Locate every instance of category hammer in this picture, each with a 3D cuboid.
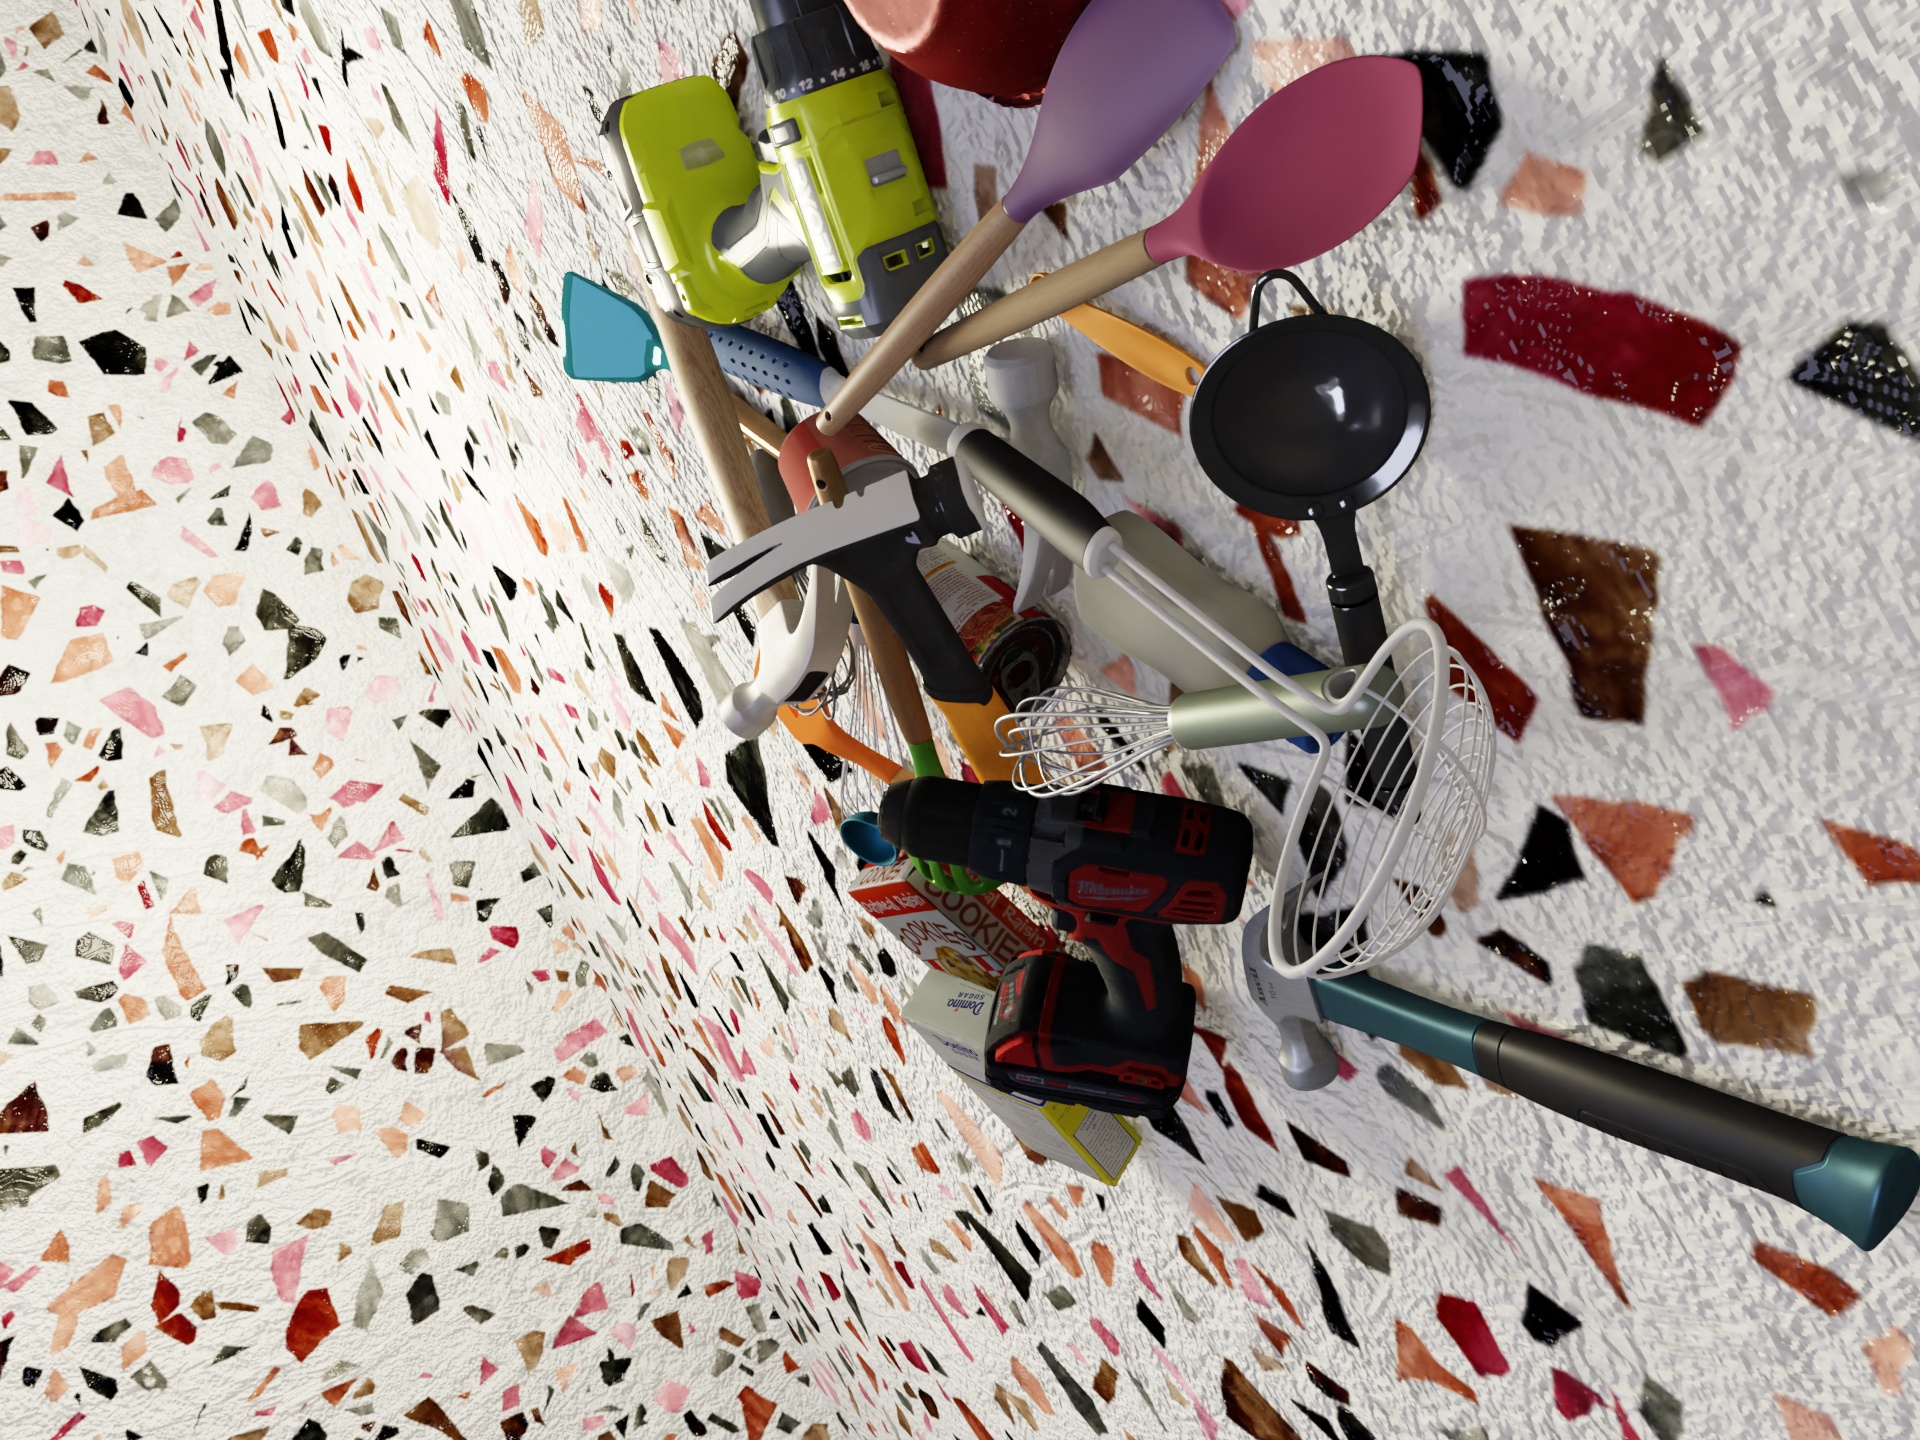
[{"bbox_3d":[0.238,0.146,0.678,0.331,0.033,0.128,12,128,59],"label":"hammer"},{"bbox_3d":[-0.140,-0.164,0.945,0.130,0.031,0.331,-38,65,41],"label":"hammer"},{"bbox_3d":[-0.068,-0.184,0.921,0.406,0.035,0.144,32,143,47],"label":"hammer"},{"bbox_3d":[-0.001,-0.003,0.810,0.336,0.127,0.034,56,-163,-54],"label":"hammer"}]

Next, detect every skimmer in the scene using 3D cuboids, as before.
[{"bbox_3d":[0.069,-0.042,0.620,0.364,0.090,0.127,46,124,44],"label":"skimmer"}]

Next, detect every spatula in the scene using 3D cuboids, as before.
[{"bbox_3d":[-0.182,-0.222,1.093,0.318,0.044,0.082,39,132,38],"label":"spatula"},{"bbox_3d":[-0.016,0.045,1.002,0.323,0.041,0.081,37,133,14],"label":"spatula"},{"bbox_3d":[0.010,-0.209,0.693,0.316,0.018,0.060,-36,80,52],"label":"spatula"}]

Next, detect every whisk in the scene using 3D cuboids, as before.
[{"bbox_3d":[0.095,0.002,0.693,0.059,0.058,0.246,33,158,-26],"label":"whisk"},{"bbox_3d":[-0.057,-0.033,1.044,0.070,0.070,0.284,33,138,46],"label":"whisk"},{"bbox_3d":[-0.108,-0.093,1.010,0.055,0.055,0.239,92,164,-49],"label":"whisk"}]

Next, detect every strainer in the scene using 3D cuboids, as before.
[{"bbox_3d":[0.150,-0.060,0.622,0.087,0.050,0.258,-10,121,19],"label":"strainer"}]

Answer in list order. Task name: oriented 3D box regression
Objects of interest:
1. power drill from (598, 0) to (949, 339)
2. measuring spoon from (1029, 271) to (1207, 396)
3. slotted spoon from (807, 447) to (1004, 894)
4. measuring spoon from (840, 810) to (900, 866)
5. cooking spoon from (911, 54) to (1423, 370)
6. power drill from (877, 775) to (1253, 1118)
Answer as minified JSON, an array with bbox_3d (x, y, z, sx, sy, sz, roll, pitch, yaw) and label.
[{"bbox_3d":[-0.102,-0.293,0.826,0.229,0.080,0.190,14,128,55],"label":"power drill"},{"bbox_3d":[0.072,-0.170,0.698,0.117,0.011,0.021,39,147,34],"label":"measuring spoon"},{"bbox_3d":[-0.032,-0.011,0.875,0.070,0.031,0.313,2,130,26],"label":"slotted spoon"},{"bbox_3d":[-0.028,0.059,0.983,0.042,0.021,0.128,47,140,-15],"label":"measuring spoon"},{"bbox_3d":[0.064,-0.184,0.639,0.319,0.017,0.069,-5,80,58],"label":"cooking spoon"},{"bbox_3d":[0.052,0.115,0.858,0.188,0.080,0.226,9,138,8],"label":"power drill"}]
